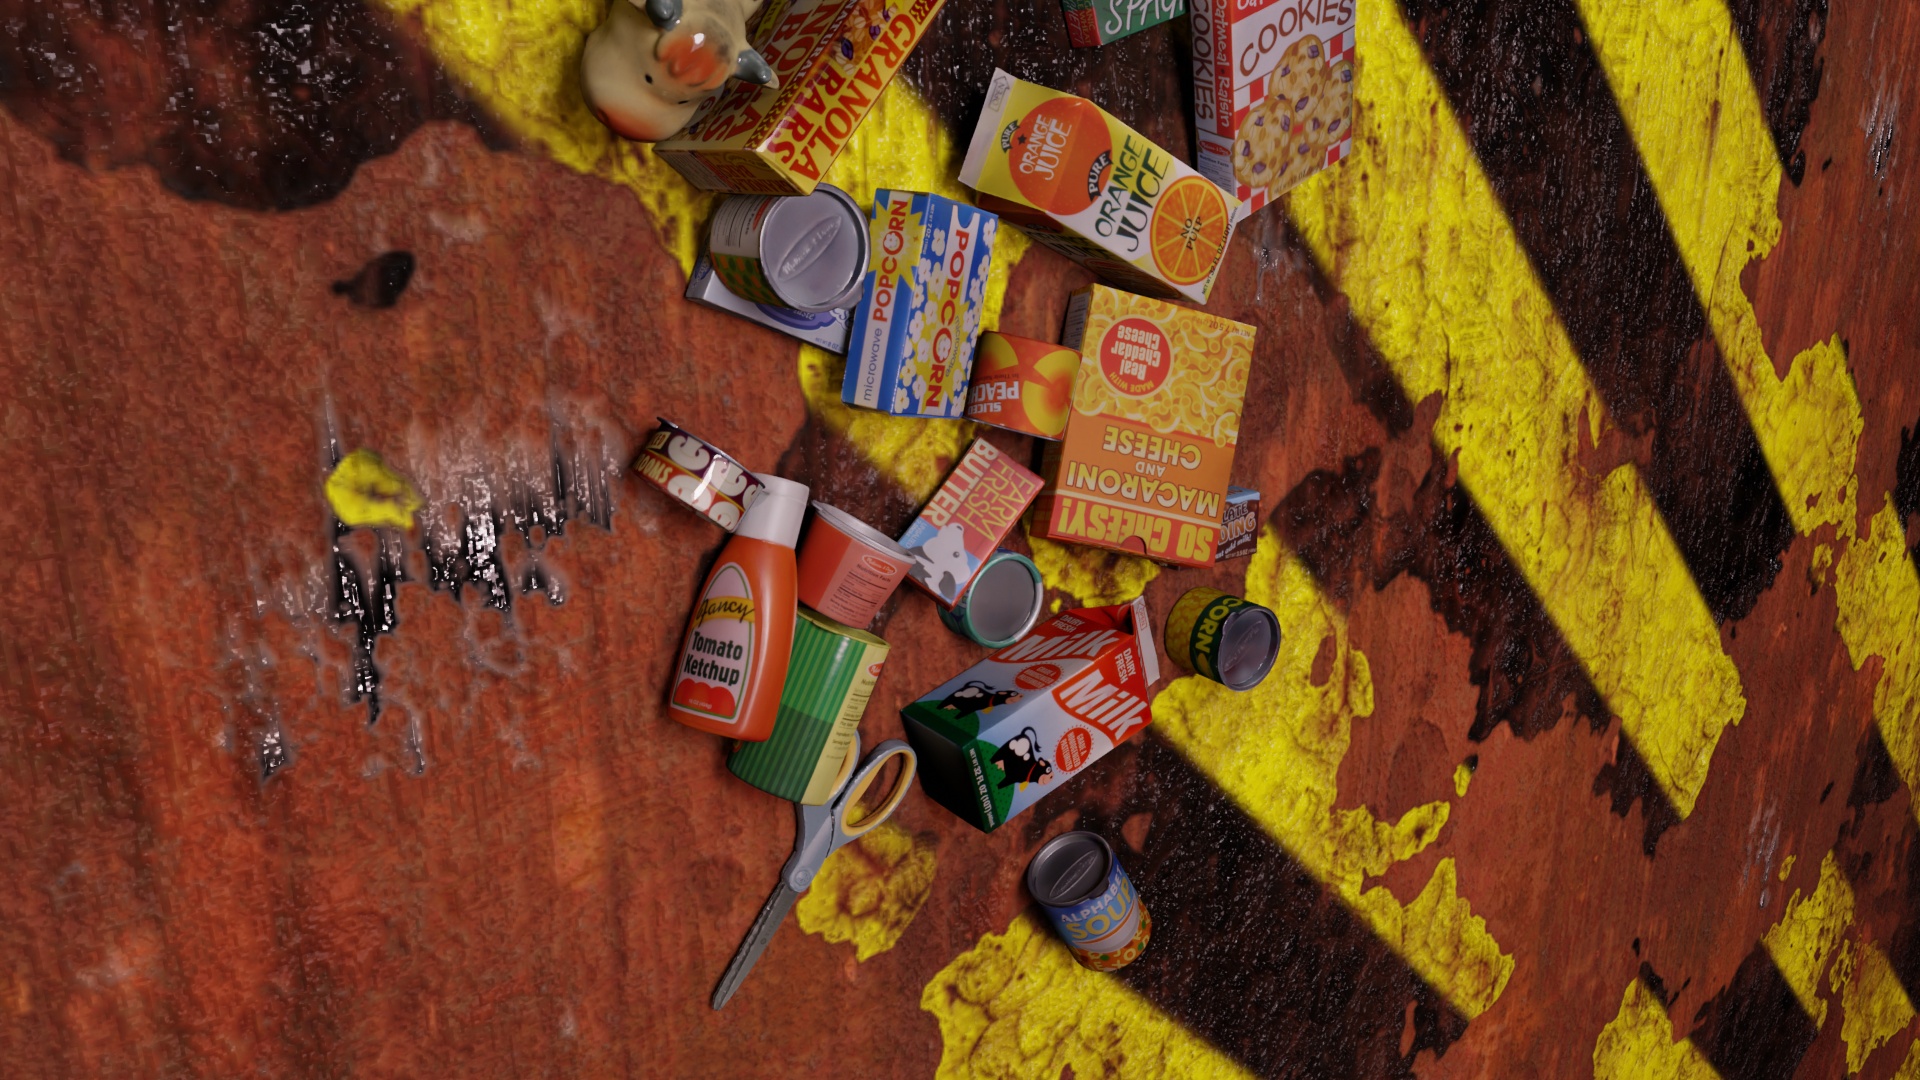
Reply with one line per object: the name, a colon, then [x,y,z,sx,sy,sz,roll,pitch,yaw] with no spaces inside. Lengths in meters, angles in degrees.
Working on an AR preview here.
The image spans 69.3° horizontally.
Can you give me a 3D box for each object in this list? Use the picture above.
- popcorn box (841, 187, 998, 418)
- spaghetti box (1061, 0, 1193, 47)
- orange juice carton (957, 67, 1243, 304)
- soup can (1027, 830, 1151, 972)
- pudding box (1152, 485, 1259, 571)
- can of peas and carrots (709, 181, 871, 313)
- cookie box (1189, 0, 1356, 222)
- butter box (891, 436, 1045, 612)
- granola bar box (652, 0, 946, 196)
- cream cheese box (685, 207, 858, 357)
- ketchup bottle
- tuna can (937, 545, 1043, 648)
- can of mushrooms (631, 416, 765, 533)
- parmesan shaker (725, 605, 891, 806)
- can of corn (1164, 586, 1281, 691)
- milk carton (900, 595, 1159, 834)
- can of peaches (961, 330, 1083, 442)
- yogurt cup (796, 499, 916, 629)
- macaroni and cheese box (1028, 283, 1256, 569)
popcorn box: [-0.023,-0.135,0.813,0.085,0.038,0.126,-5,107,-61]
spaghetti box: [0.167,-0.382,0.910,0.251,0.029,0.050,-30,120,-27]
orange juice carton: [0.081,-0.217,0.864,0.193,0.073,0.072,19,91,-38]
soup can: [0.097,0.265,1.013,0.071,0.071,0.083,-43,124,-19]
pudding box: [0.181,-0.010,1.025,0.084,0.030,0.049,-11,108,-34]
can of peas and carrots: [-0.089,-0.154,0.732,0.071,0.059,0.070,-11,108,-35]
cookie box: [0.210,-0.318,0.931,0.123,0.040,0.166,-34,135,-24]
butter box: [0.003,-0.011,0.879,0.053,0.024,0.104,36,77,5]
granola bar box: [-0.073,-0.251,0.707,0.039,0.124,0.166,39,79,-36]
cream cheese box: [-0.099,-0.144,0.782,0.104,0.024,0.053,17,91,-39]
ketchup bottle: [-0.121,0.037,0.795,0.043,0.065,0.149,22,80,-59]
tuna can: [0.019,0.035,0.914,0.071,0.033,0.071,-12,110,-34]
can of mushrooms: [-0.144,-0.035,0.753,0.071,0.071,0.033,38,81,-37]
parmesan shaker: [-0.092,0.098,0.826,0.071,0.071,0.103,23,89,-39]
can of corn: [0.195,0.071,1.039,0.071,0.058,0.071,-11,110,-34]
milk carton: [0.062,0.109,0.942,0.191,0.073,0.072,-28,118,-28]
can of peaches: [0.037,-0.097,0.869,0.071,0.071,0.058,10,97,-38]
yogurt cup: [-0.068,0.017,0.827,0.072,0.072,0.054,26,95,-38]
macaroni and cheese box: [0.120,-0.073,0.918,0.124,0.040,0.166,11,87,-19]
